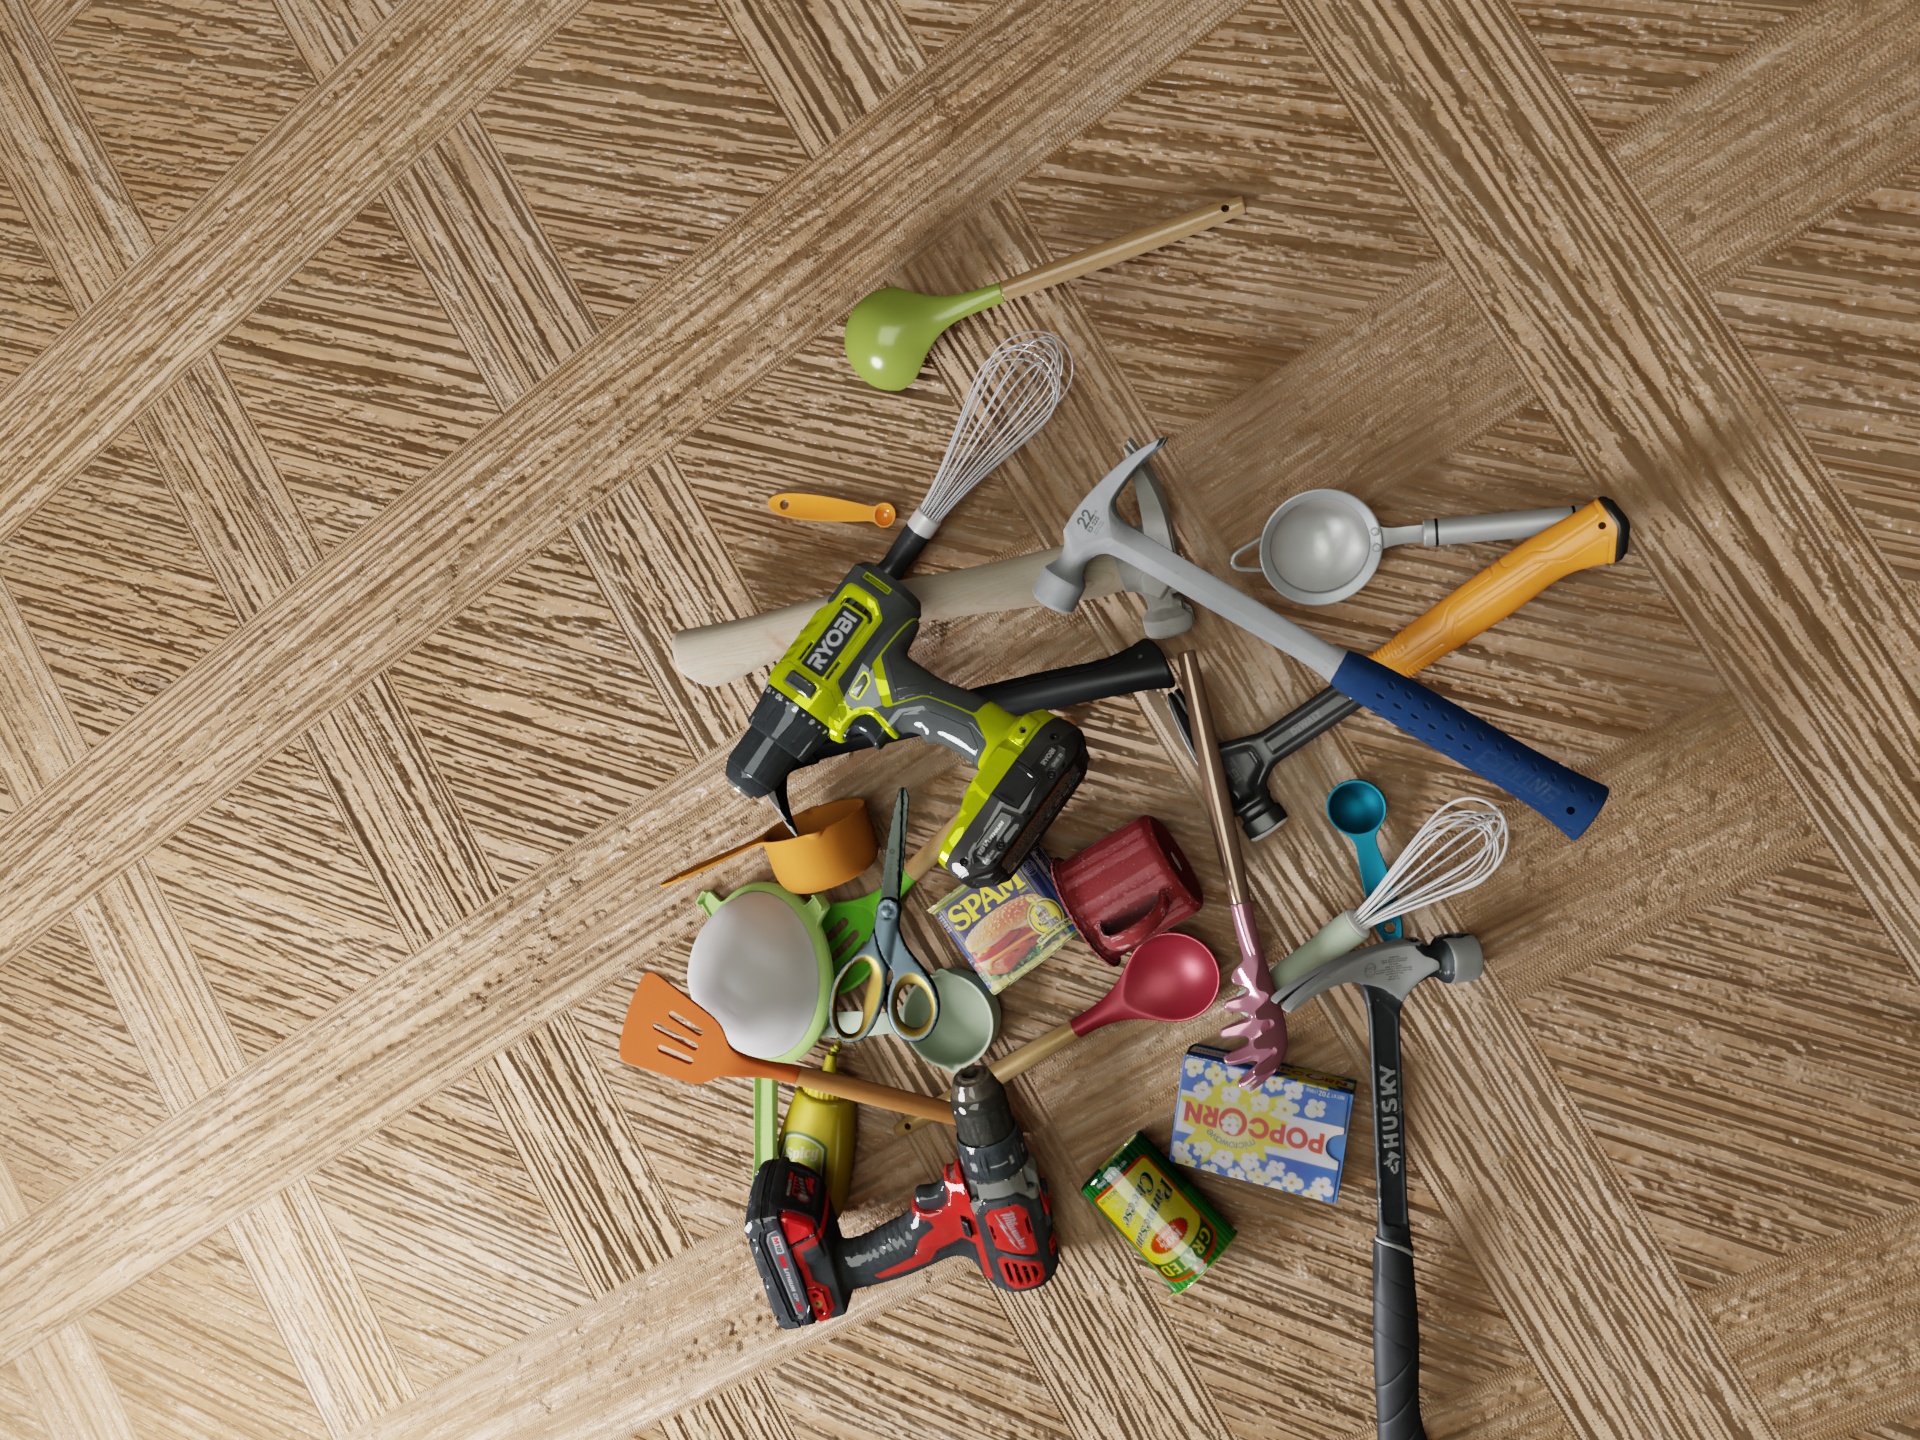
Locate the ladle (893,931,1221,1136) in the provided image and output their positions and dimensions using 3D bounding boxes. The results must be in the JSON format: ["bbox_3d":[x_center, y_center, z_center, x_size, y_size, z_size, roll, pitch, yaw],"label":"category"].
[{"bbox_3d":[0.070,0.254,1.240,0.315,0.031,0.069,-34,81,21],"label":"ladle"}]

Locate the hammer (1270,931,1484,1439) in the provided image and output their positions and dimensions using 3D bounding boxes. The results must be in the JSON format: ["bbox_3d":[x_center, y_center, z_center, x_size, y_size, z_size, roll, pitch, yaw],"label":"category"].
[{"bbox_3d":[0.304,0.357,1.135,0.149,0.036,0.409,-6,98,-11],"label":"hammer"}]

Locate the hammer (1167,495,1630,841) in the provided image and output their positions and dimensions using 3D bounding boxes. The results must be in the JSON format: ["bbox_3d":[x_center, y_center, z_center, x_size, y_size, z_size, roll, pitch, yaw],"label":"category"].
[{"bbox_3d":[0.306,-0.052,1.112,0.337,0.034,0.127,-36,82,23],"label":"hammer"}]

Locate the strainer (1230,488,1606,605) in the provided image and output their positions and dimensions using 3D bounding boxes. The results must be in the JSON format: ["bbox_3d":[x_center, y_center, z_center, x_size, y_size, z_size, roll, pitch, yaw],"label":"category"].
[{"bbox_3d":[0.320,-0.130,1.112,0.258,0.050,0.086,-4,115,15],"label":"strainer"}]

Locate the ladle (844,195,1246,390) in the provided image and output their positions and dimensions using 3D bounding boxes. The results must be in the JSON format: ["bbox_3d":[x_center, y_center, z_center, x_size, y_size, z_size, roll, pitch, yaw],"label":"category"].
[{"bbox_3d":[0.059,-0.329,1.198,0.320,0.062,0.078,-17,87,14],"label":"ladle"}]

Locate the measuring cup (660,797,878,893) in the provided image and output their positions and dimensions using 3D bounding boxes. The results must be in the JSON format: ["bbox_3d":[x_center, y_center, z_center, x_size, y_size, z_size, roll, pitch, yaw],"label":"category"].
[{"bbox_3d":[-0.148,0.117,1.258,0.173,0.095,0.052,-22,101,-4],"label":"measuring cup"}]

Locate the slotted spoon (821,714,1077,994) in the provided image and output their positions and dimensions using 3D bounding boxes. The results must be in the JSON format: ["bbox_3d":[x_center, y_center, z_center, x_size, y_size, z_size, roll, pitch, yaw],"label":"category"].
[{"bbox_3d":[-0.020,0.106,1.263,0.313,0.031,0.070,-45,75,16],"label":"slotted spoon"}]

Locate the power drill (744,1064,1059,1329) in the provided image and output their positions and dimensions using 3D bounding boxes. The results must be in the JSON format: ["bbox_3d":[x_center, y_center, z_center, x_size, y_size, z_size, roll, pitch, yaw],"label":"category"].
[{"bbox_3d":[-0.047,0.367,1.225,0.226,0.080,0.187,-13,109,6],"label":"power drill"}]

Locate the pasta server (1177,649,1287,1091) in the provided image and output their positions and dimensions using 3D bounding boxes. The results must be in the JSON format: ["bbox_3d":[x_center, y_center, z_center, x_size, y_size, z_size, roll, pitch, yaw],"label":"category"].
[{"bbox_3d":[0.189,0.106,1.144,0.040,0.060,0.316,-12,90,-13],"label":"pasta server"}]

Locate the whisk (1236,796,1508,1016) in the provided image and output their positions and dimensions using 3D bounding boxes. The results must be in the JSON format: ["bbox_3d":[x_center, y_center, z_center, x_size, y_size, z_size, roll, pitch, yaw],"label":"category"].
[{"bbox_3d":[0.288,0.139,1.133,0.246,0.057,0.059,-44,53,26],"label":"whisk"}]

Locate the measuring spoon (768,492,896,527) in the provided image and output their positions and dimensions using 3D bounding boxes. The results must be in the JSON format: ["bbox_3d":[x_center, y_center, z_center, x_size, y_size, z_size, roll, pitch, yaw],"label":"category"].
[{"bbox_3d":[-0.103,-0.170,1.282,0.117,0.011,0.021,9,98,23],"label":"measuring spoon"}]

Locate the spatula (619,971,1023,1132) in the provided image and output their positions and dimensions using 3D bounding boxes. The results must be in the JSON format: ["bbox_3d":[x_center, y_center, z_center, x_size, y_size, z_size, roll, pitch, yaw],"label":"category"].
[{"bbox_3d":[-0.104,0.277,1.240,0.322,0.041,0.081,17,105,-11],"label":"spatula"}]

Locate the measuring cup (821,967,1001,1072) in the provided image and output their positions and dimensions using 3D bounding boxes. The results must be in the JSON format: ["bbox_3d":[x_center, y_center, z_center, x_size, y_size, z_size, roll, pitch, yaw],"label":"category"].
[{"bbox_3d":[-0.046,0.238,1.277,0.167,0.038,0.083,-7,92,23],"label":"measuring cup"}]

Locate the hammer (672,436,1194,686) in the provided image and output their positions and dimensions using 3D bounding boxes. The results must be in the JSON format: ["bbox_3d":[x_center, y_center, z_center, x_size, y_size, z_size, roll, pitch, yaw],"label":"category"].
[{"bbox_3d":[-0.037,-0.100,1.215,0.410,0.038,0.146,-10,108,18],"label":"hammer"}]

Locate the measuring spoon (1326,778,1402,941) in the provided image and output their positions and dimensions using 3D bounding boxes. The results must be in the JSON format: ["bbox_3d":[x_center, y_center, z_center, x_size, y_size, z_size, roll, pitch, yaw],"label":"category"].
[{"bbox_3d":[0.299,0.102,1.153,0.042,0.021,0.128,-14,98,21],"label":"measuring spoon"}]

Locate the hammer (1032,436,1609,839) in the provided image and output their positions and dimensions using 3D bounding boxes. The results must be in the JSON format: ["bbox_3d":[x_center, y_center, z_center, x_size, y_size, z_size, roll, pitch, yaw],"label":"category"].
[{"bbox_3d":[0.253,-0.047,1.090,0.405,0.035,0.144,32,110,10],"label":"hammer"}]

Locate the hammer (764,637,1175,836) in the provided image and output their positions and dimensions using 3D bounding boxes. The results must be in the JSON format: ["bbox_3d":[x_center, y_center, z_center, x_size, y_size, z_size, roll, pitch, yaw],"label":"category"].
[{"bbox_3d":[-0.002,-0.004,1.214,0.335,0.035,0.146,-12,47,14],"label":"hammer"}]

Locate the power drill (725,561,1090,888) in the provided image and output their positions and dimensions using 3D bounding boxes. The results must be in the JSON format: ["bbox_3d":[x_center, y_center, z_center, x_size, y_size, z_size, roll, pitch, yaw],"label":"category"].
[{"bbox_3d":[-0.042,0.019,1.142,0.229,0.080,0.190,35,86,16],"label":"power drill"}]

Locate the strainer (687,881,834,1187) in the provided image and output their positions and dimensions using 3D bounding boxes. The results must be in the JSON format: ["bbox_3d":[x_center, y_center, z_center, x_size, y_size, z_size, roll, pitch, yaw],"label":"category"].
[{"bbox_3d":[-0.176,0.259,1.277,0.151,0.069,0.256,-3,86,40],"label":"strainer"}]

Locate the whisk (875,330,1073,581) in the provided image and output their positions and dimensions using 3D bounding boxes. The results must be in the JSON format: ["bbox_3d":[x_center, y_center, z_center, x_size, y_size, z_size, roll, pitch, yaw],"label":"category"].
[{"bbox_3d":[-0.011,-0.178,1.222,0.070,0.070,0.284,42,111,12],"label":"whisk"}]
